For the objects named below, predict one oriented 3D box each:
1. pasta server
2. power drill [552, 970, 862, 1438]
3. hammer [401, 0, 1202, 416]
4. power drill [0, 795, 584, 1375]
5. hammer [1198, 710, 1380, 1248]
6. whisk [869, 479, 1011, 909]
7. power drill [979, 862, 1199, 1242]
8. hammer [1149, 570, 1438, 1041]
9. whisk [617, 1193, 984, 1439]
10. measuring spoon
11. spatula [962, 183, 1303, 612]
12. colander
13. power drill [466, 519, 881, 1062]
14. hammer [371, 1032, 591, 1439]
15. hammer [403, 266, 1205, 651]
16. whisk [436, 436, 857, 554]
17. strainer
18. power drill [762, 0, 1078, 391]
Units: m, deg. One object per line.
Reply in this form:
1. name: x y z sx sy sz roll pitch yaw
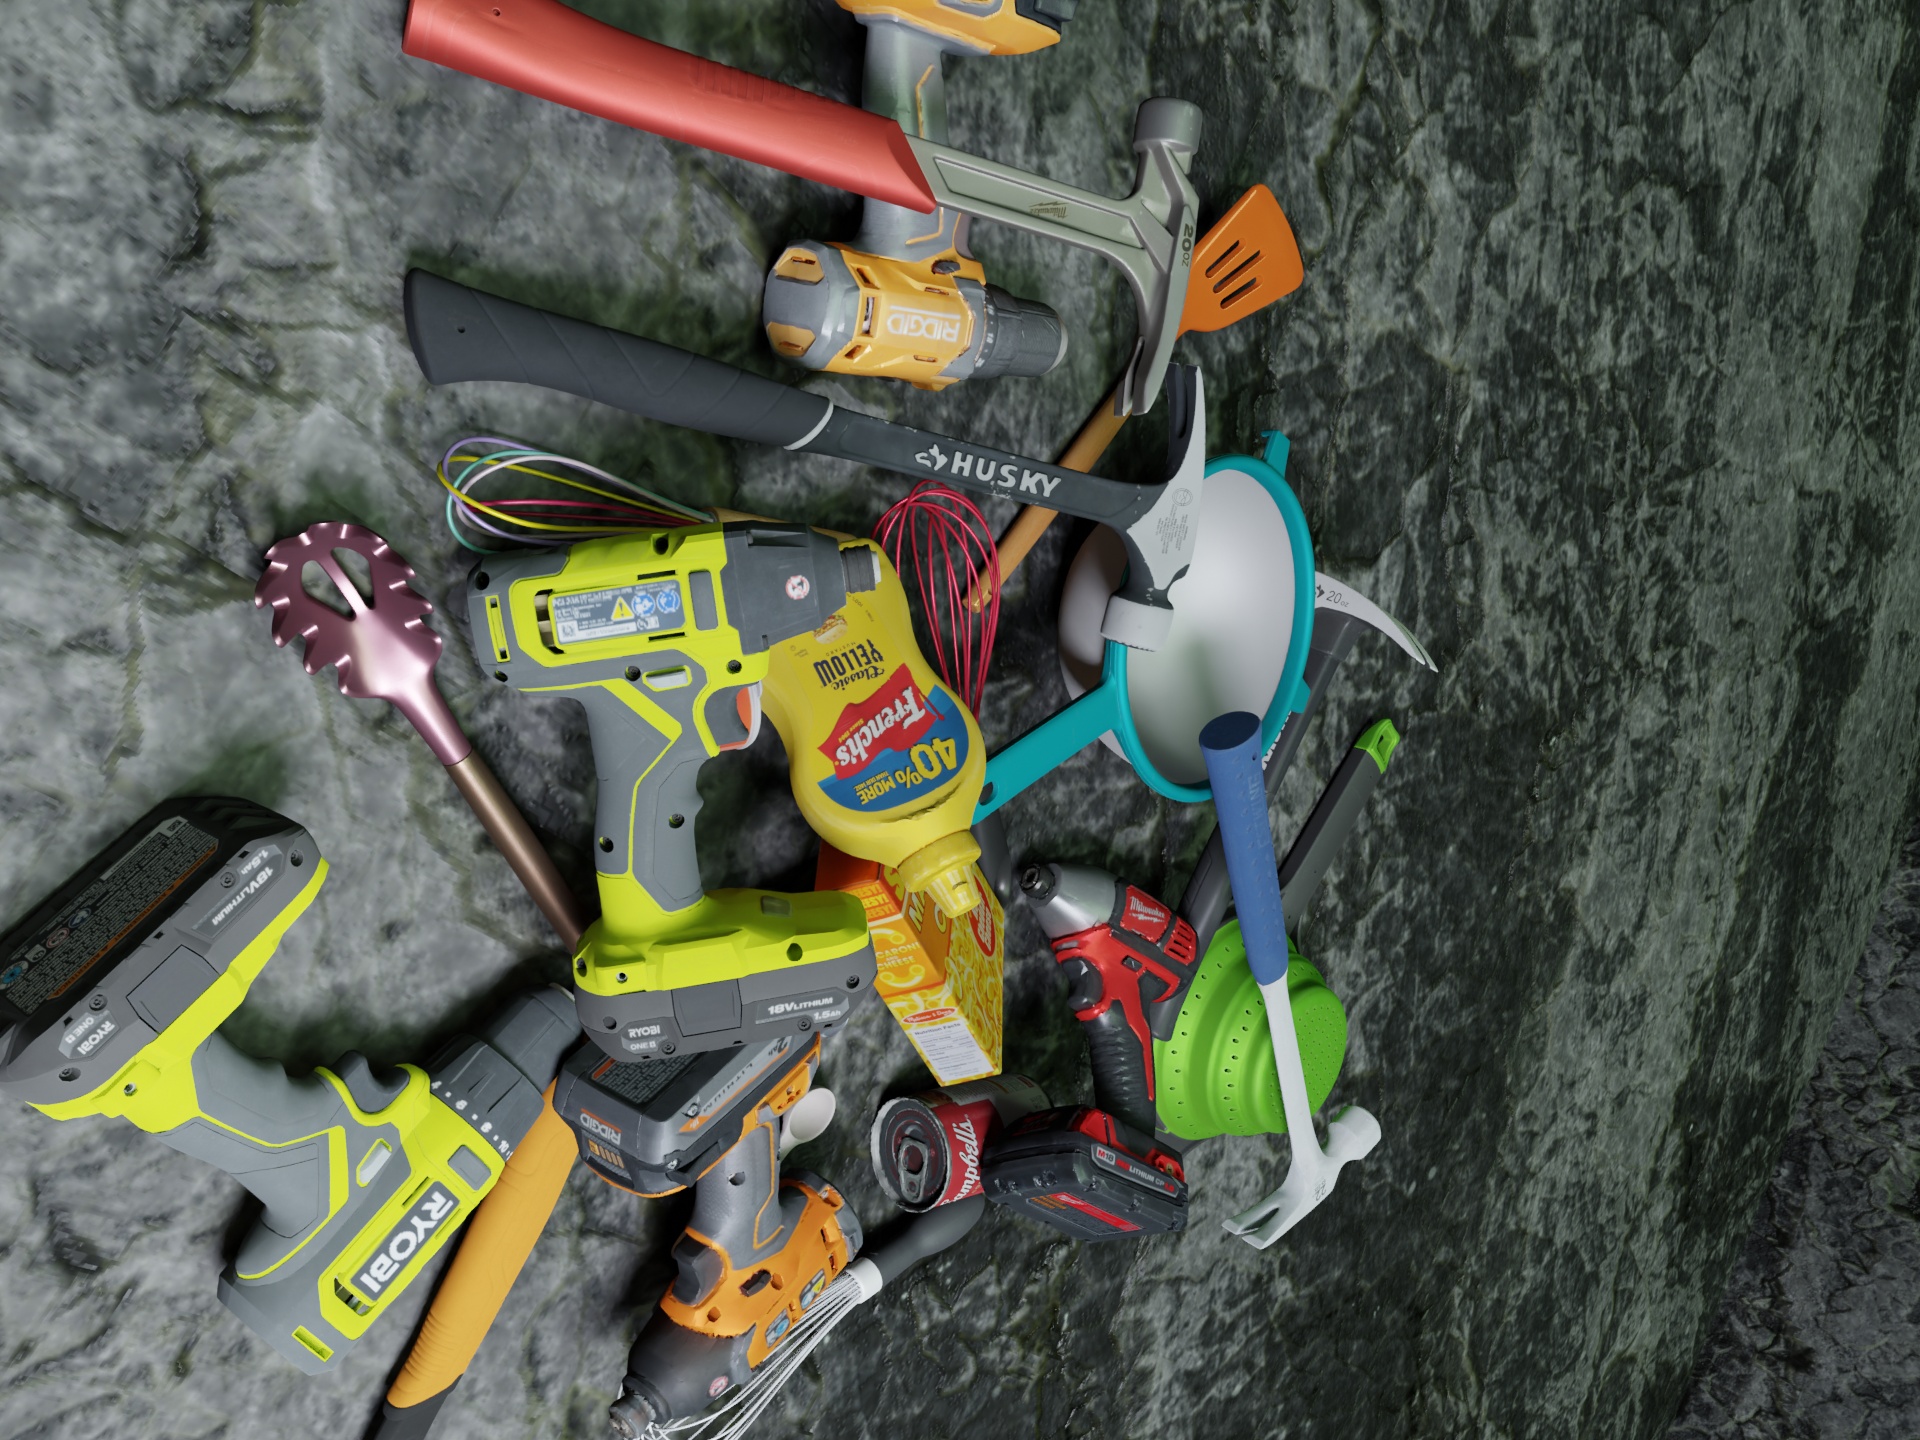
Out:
1. pasta server: -0.213 0.039 0.720 0.060 0.040 0.315 -29 125 -9
2. power drill: -0.129 0.245 0.798 0.164 0.084 0.226 -41 137 -40
3. hammer: -0.057 -0.243 0.696 0.359 0.037 0.149 9 92 -24
4. power drill: -0.270 0.141 0.671 0.190 0.080 0.228 -50 134 -28
5. hammer: 0.202 0.176 1.036 0.144 0.035 0.405 -36 126 -29
6. whisk: -0.001 -0.003 0.907 0.073 0.073 0.295 -36 132 -32
7. power drill: 0.082 0.196 0.985 0.143 0.078 0.220 34 49 -32
8. hammer: 0.199 0.062 1.081 0.035 0.146 0.335 21 95 -47
9. whisk: -0.081 0.345 0.936 0.284 0.070 0.070 -22 117 -44
10. measuring spoon: -0.120 0.253 0.900 0.124 0.018 0.034 -45 135 -17
11. spatula: 0.102 -0.189 0.961 0.323 0.041 0.080 -54 134 -17
12. colander: 0.259 0.169 1.187 0.397 0.095 0.204 -56 133 -16
13. power drill: -0.110 0.026 0.703 0.171 0.080 0.223 -9 104 -6
14. hammer: -0.253 0.297 0.765 0.127 0.034 0.337 37 76 -45
15. hammer: -0.051 -0.139 0.748 0.408 0.036 0.149 10 100 -29
16. whisk: -0.137 -0.091 0.755 0.244 0.047 0.051 4 97 -49
17. strainer: 0.083 -0.034 0.944 0.340 0.095 0.210 -33 123 -37
18. power drill: -0.001 -0.281 0.805 0.185 0.084 0.226 -4 110 -44
